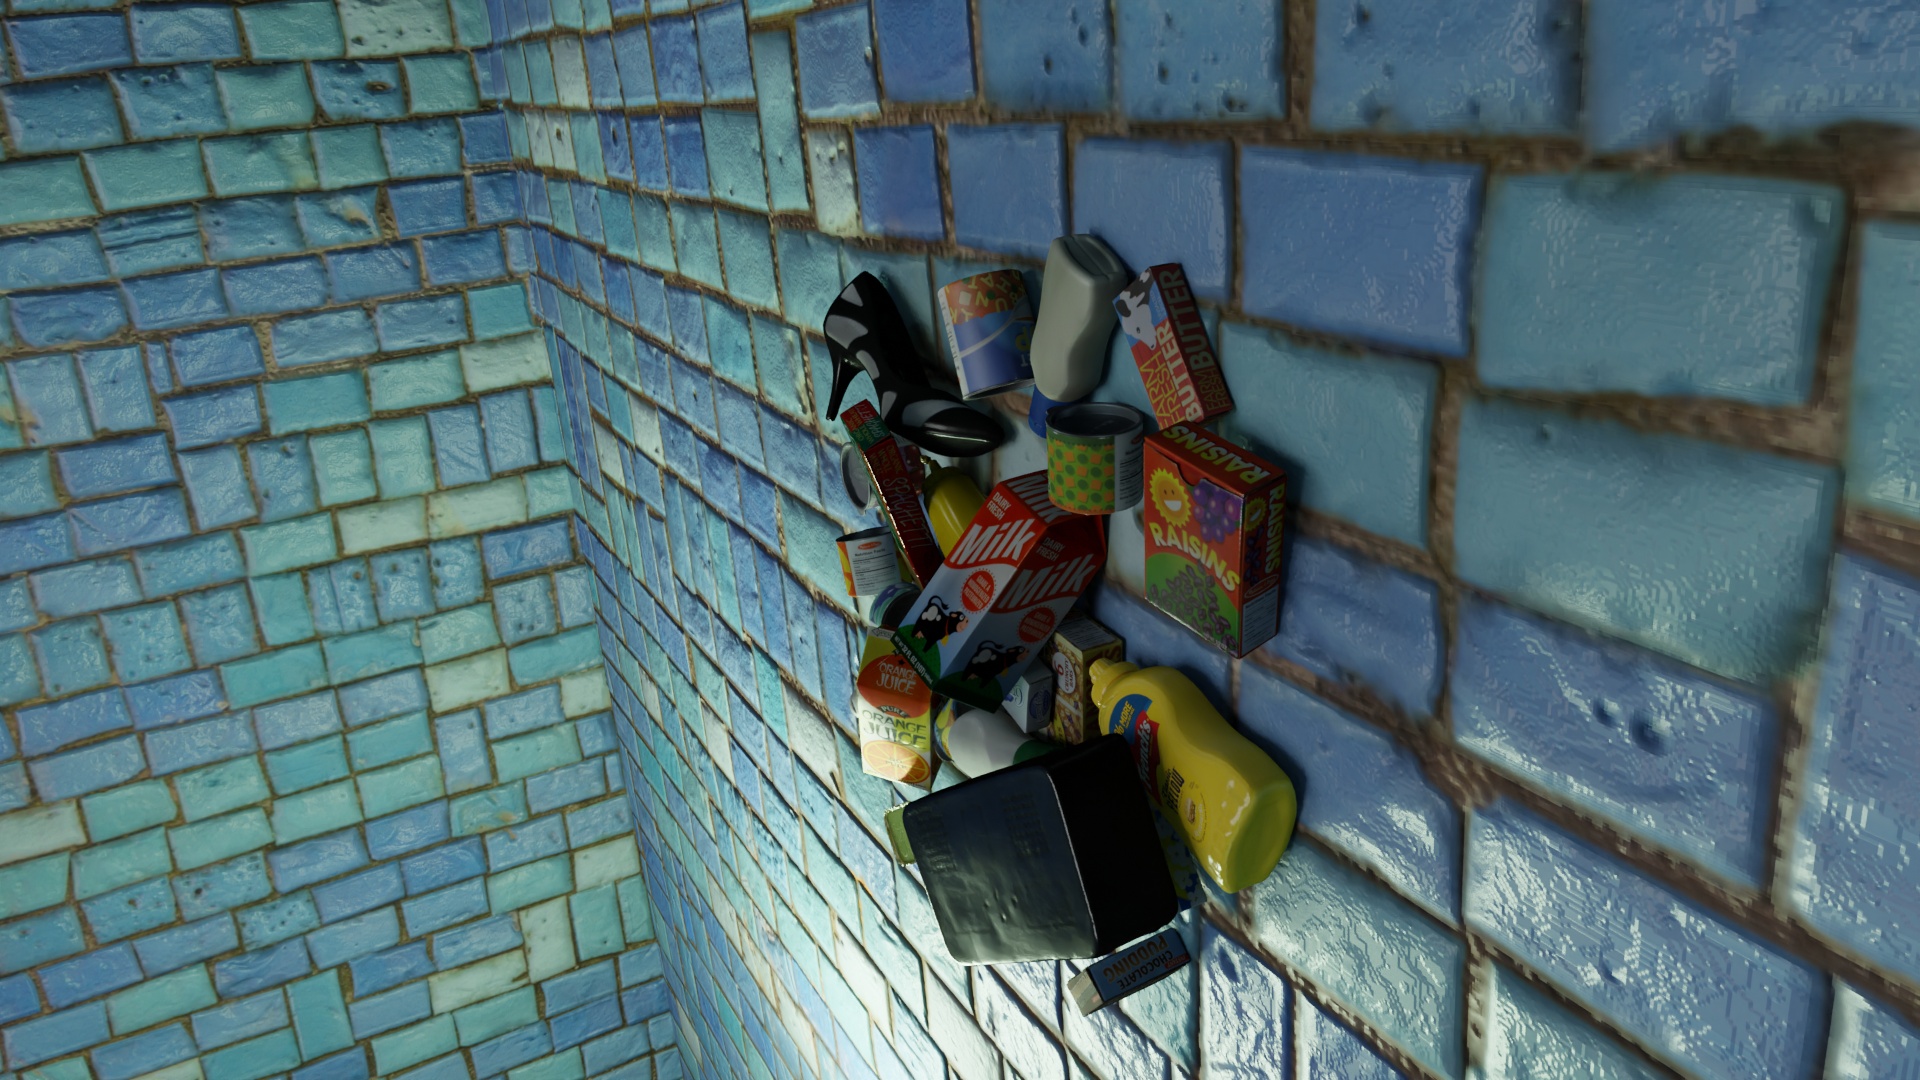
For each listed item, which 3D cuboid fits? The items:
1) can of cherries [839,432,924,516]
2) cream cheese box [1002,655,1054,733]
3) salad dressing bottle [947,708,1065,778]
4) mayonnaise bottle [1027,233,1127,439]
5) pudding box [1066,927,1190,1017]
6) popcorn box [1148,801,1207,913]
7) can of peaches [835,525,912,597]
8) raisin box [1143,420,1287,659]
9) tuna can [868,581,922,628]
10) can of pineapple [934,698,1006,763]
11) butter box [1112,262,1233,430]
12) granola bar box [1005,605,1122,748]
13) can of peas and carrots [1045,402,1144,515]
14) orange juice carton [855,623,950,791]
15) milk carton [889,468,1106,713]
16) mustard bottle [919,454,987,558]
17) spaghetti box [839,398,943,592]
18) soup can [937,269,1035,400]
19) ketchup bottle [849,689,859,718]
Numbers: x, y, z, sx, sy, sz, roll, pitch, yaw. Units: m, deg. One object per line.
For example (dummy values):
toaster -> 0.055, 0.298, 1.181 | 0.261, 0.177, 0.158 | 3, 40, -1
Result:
can of cherries -> -0.073, -0.064, 1.303 | 0.071, 0.058, 0.071 | 40, 138, 50
cream cheese box -> 0.038, 0.100, 1.100 | 0.104, 0.024, 0.053 | 48, 146, 46
salad dressing bottle -> 0.041, 0.171, 1.113 | 0.147, 0.044, 0.064 | 5, 107, 64
mayonnaise bottle -> 0.076, -0.136, 0.967 | 0.065, 0.041, 0.147 | 58, 151, 37
pudding box -> 0.128, 0.330, 1.061 | 0.030, 0.084, 0.049 | 63, 152, 22
popcorn box -> 0.117, 0.221, 1.021 | 0.038, 0.085, 0.127 | -42, 65, 59
can of peaches -> -0.084, 0.020, 1.365 | 0.071, 0.071, 0.058 | 4, 107, 64
raisin box -> 0.153, -0.001, 0.849 | 0.086, 0.040, 0.122 | 37, 142, 44
tuna can -> -0.050, 0.072, 1.324 | 0.033, 0.071, 0.070 | 28, 128, 59
can of pineapple -> 0.015, 0.162, 1.226 | 0.071, 0.071, 0.057 | 66, 154, 19
butter box -> 0.133, -0.117, 0.874 | 0.053, 0.024, 0.103 | -39, 67, 64
granola bar box -> 0.080, 0.129, 1.105 | 0.124, 0.039, 0.164 | 37, 136, 54
can of peas and carrots -> 0.090, -0.057, 0.947 | 0.071, 0.071, 0.058 | 36, 135, 54
orange juice carton -> -0.049, 0.145, 1.286 | 0.072, 0.073, 0.191 | 14, 140, 12
milk carton -> 0.038, 0.028, 1.040 | 0.190, 0.073, 0.072 | -56, 42, 9
mustard bottle -> 0.004, -0.015, 1.176 | 0.161, 0.049, 0.065 | 62, 157, 27
spaghetti box -> -0.051, -0.027, 1.199 | 0.050, 0.029, 0.249 | 57, 173, 35
soup can -> 0.027, -0.154, 1.035 | 0.071, 0.071, 0.083 | -13, 90, 65
ketchup bottle -> -0.079, 0.159, 1.456 | 0.148, 0.044, 0.065 | -37, 70, 64
